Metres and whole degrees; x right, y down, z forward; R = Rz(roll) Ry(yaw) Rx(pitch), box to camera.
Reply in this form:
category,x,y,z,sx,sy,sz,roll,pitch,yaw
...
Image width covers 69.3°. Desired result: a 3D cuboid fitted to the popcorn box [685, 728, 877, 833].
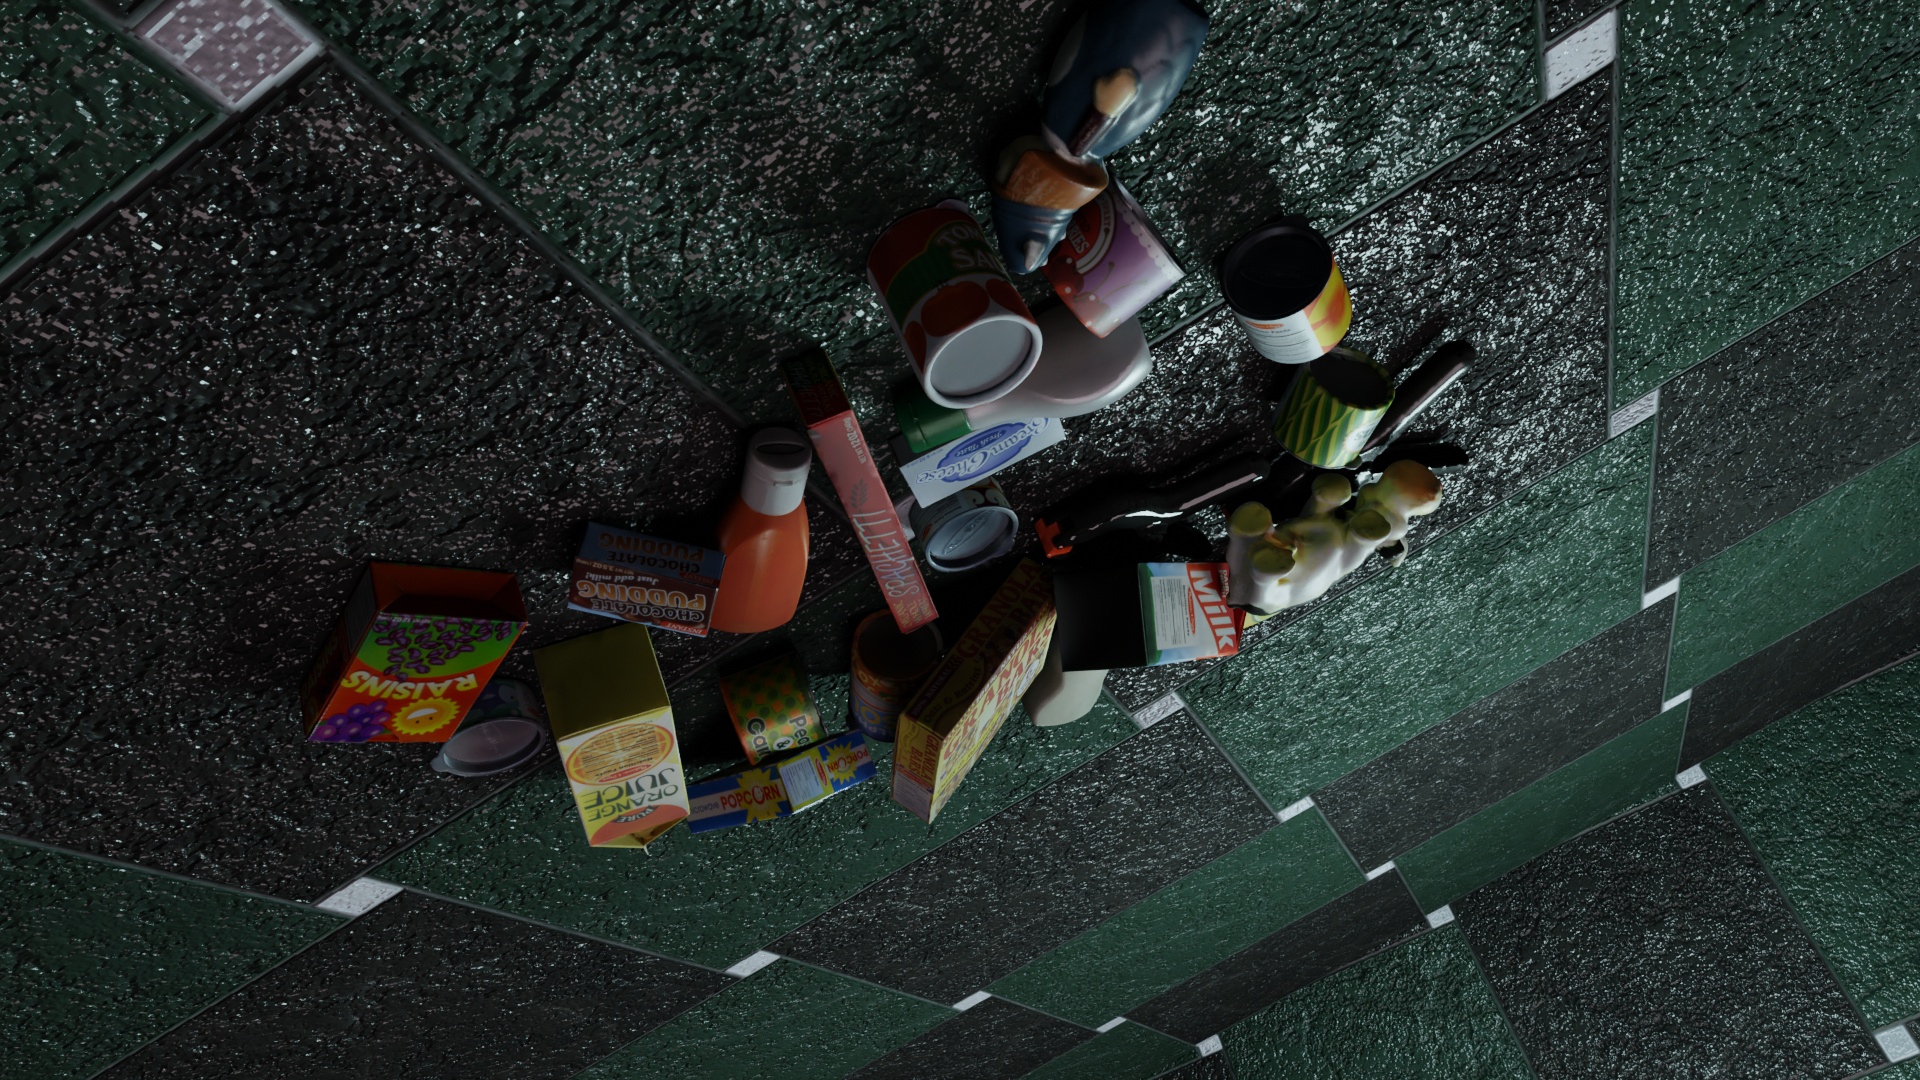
category,x,y,z,sx,sy,sz,roll,pitch,yaw
popcorn box,-0.136,0.177,1.017,0.126,0.038,0.085,-20,177,42

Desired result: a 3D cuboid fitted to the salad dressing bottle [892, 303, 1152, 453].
category,x,y,z,sx,sy,sz,roll,pitch,yaw
salad dressing bottle,0.035,-0.093,0.803,0.147,0.064,0.044,-20,167,5

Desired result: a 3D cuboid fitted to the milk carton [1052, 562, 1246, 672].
category,x,y,z,sx,sy,sz,roll,pitch,yaw
milk carton,0.149,0.055,1.036,0.072,0.073,0.191,-8,175,35

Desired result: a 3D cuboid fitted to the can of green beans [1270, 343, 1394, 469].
category,x,y,z,sx,sy,sz,roll,pitch,yaw
can of green beans,0.254,-0.092,0.949,0.071,0.071,0.057,-9,143,-25

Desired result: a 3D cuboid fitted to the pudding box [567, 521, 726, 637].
category,x,y,z,sx,sy,sz,roll,pitch,yaw
pudding box,-0.183,0.023,0.810,0.084,0.030,0.049,14,136,-10

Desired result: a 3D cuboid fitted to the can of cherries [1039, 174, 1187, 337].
category,x,y,z,sx,sy,sz,roll,pitch,yaw
can of cherries,0.077,-0.152,0.741,0.058,0.072,0.071,-36,146,17

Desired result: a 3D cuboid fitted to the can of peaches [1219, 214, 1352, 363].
category,x,y,z,sx,sy,sz,roll,pitch,yaw
can of peaches,0.197,-0.149,0.830,0.071,0.071,0.058,-34,147,11

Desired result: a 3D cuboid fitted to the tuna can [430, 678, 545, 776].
category,x,y,z,sx,sy,sz,roll,pitch,yaw
tuna can,-0.304,0.120,0.887,0.071,0.033,0.070,-18,147,-13

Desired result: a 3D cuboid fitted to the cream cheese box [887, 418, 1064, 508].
category,x,y,z,sx,sy,sz,roll,pitch,yaw
cream cheese box,0.011,-0.063,0.859,0.104,0.024,0.053,-26,149,0

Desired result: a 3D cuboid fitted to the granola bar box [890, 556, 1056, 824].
category,x,y,z,sx,sy,sz,roll,pitch,yaw
granola bar box,0.011,0.107,1.006,0.166,0.039,0.123,-50,161,-34

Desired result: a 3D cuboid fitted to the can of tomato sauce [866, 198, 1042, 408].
category,x,y,z,sx,sy,sz,roll,pitch,yaw
can of tomato sauce,-0.002,-0.120,0.712,0.071,0.083,0.070,-18,147,-12

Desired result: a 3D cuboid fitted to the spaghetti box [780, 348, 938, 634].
category,x,y,z,sx,sy,sz,roll,pitch,yaw
spaghetti box,-0.056,-0.021,0.847,0.029,0.050,0.249,-23,148,-2

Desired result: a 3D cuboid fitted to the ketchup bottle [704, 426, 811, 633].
category,x,y,z,sx,sy,sz,roll,pitch,yaw
ketchup bottle,-0.119,-0.004,0.832,0.065,0.044,0.148,-3,141,-21

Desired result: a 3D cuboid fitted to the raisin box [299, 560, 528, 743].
category,x,y,z,sx,sy,sz,roll,pitch,yaw
raisin box,-0.316,0.068,0.800,0.086,0.040,0.123,8,135,-43

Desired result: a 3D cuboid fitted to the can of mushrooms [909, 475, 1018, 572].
category,x,y,z,sx,sy,sz,roll,pitch,yaw
can of mushrooms,0.003,-0.012,0.917,0.071,0.033,0.070,-18,146,-13

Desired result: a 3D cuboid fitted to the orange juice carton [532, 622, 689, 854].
category,x,y,z,sx,sy,sz,roll,pitch,yaw
orange juice carton,-0.229,0.142,0.935,0.073,0.072,0.191,-16,146,-16

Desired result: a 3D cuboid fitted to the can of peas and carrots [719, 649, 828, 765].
category,x,y,z,sx,sy,sz,roll,pitch,yaw
can of peas and carrots,-0.130,0.119,0.973,0.059,0.071,0.070,-20,147,-8

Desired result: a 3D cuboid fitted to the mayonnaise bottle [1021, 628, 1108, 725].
category,x,y,z,sx,sy,sz,roll,pitch,yaw
mayonnaise bottle,0.096,0.094,1.127,0.065,0.041,0.147,-11,144,-25

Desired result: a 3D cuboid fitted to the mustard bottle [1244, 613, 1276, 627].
category,x,y,z,sx,sy,sz,roll,pitch,yaw
mustard bottle,0.235,0.043,1.143,0.160,0.049,0.065,-30,146,5

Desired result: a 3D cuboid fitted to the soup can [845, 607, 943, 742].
category,x,y,z,sx,sy,sz,roll,pitch,yaw
soup can,-0.050,0.099,1.004,0.071,0.071,0.083,-15,145,-17
